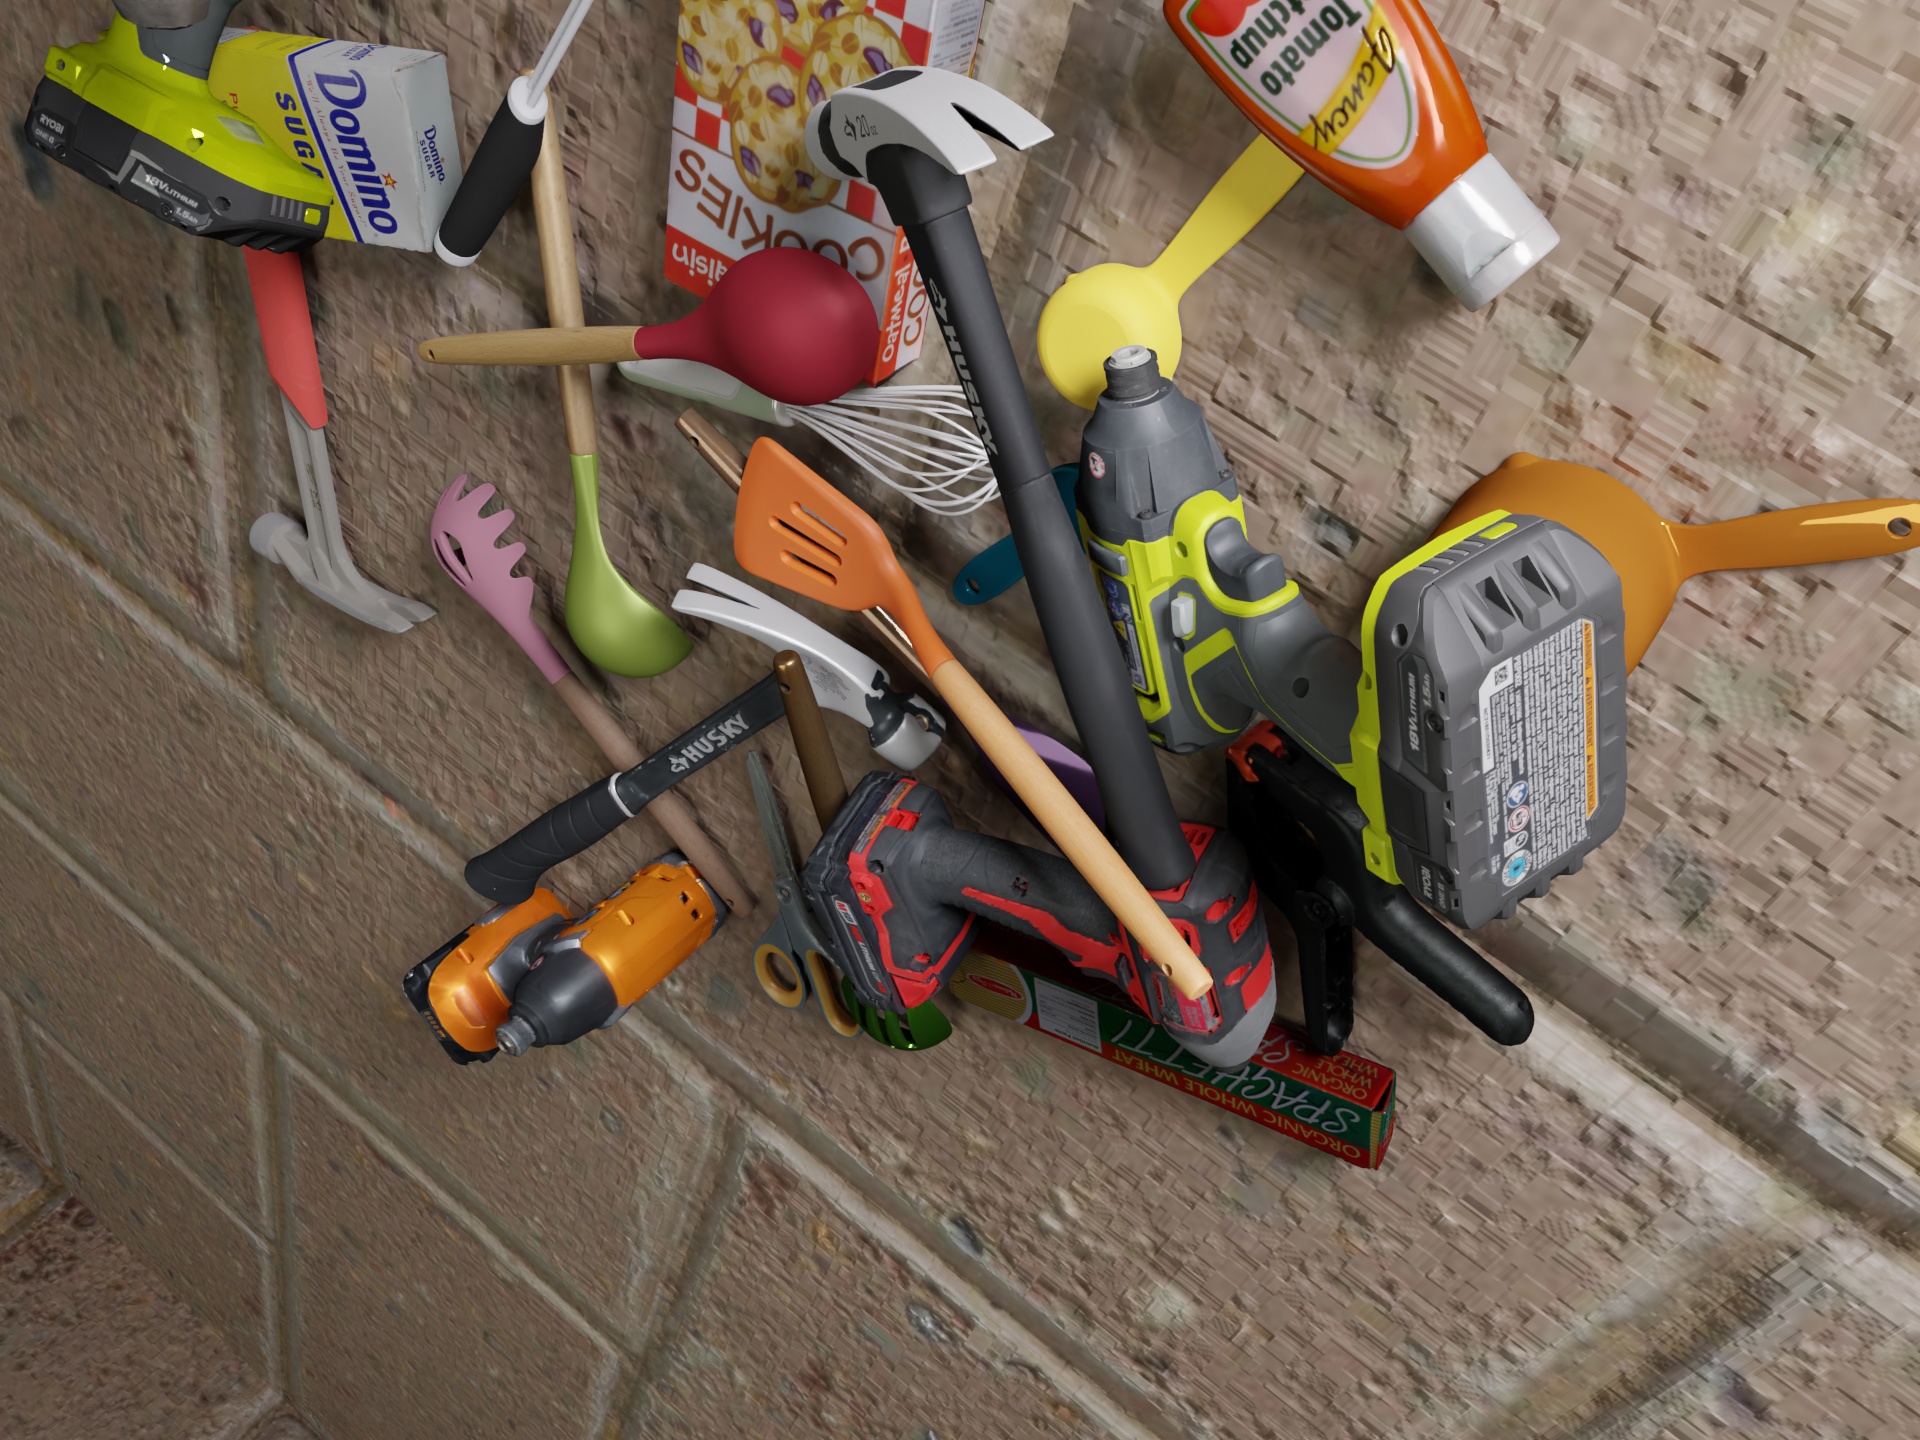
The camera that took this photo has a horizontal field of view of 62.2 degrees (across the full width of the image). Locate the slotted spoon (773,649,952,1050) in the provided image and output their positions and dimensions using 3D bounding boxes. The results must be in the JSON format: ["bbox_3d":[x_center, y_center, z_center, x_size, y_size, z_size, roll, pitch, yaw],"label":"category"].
[{"bbox_3d":[-0.058,0.085,0.856,0.070,0.031,0.313,11,136,25],"label":"slotted spoon"}]

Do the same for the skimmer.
[{"bbox_3d":[-0.187,-0.307,0.656,0.090,0.127,0.363,15,153,-29],"label":"skimmer"}]

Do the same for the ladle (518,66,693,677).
[{"bbox_3d":[-0.189,-0.169,0.828,0.078,0.062,0.320,22,124,40],"label":"ladle"}]

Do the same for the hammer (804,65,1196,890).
[{"bbox_3d":[0.032,-0.078,0.608,0.146,0.035,0.334,33,148,63],"label":"hammer"}]

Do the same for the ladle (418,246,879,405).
[{"bbox_3d":[-0.165,-0.179,0.749,0.315,0.031,0.069,9,125,39],"label":"ladle"}]

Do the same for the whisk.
[{"bbox_3d":[-0.073,-0.147,0.739,0.246,0.059,0.058,22,92,31],"label":"whisk"}]

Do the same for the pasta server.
[{"bbox_3d":[-0.221,-0.009,0.971,0.060,0.040,0.316,-25,105,46],"label":"pasta server"}]

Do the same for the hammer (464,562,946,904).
[{"bbox_3d":[-0.189,0.035,0.917,0.149,0.036,0.409,39,138,-22],"label":"hammer"}]

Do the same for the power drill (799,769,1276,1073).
[{"bbox_3d":[0.044,0.102,0.765,0.220,0.079,0.143,7,136,31],"label":"power drill"}]

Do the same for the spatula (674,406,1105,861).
[{"bbox_3d":[-0.023,-0.036,0.779,0.316,0.018,0.059,45,137,-6],"label":"spatula"}]

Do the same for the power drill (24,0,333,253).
[{"bbox_3d":[-0.315,-0.338,0.726,0.190,0.080,0.228,30,105,7],"label":"power drill"}]

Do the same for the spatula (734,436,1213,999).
[{"bbox_3d":[-0.001,-0.002,0.697,0.323,0.041,0.081,51,143,28],"label":"spatula"}]

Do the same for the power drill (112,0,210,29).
[{"bbox_3d":[-0.238,-0.367,0.583,0.080,0.227,0.187,27,132,22],"label":"power drill"}]

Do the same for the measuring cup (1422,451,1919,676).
[{"bbox_3d":[0.239,-0.048,0.550,0.174,0.052,0.095,-5,115,43],"label":"measuring cup"}]

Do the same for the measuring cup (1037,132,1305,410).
[{"bbox_3d":[0.083,-0.175,0.604,0.062,0.029,0.156,48,137,1],"label":"measuring cup"}]

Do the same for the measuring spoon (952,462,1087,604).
[{"bbox_3d":[0.034,-0.082,0.723,0.042,0.021,0.128,53,146,-5],"label":"measuring spoon"}]

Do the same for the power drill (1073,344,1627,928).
[{"bbox_3d":[0.123,-0.037,0.577,0.223,0.080,0.171,37,150,51],"label":"power drill"}]

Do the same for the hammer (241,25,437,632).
[{"bbox_3d":[-0.396,-0.222,0.952,0.149,0.037,0.358,26,133,22],"label":"hammer"}]

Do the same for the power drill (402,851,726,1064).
[{"bbox_3d":[-0.271,0.164,1.031,0.226,0.164,0.084,-18,107,47],"label":"power drill"}]
